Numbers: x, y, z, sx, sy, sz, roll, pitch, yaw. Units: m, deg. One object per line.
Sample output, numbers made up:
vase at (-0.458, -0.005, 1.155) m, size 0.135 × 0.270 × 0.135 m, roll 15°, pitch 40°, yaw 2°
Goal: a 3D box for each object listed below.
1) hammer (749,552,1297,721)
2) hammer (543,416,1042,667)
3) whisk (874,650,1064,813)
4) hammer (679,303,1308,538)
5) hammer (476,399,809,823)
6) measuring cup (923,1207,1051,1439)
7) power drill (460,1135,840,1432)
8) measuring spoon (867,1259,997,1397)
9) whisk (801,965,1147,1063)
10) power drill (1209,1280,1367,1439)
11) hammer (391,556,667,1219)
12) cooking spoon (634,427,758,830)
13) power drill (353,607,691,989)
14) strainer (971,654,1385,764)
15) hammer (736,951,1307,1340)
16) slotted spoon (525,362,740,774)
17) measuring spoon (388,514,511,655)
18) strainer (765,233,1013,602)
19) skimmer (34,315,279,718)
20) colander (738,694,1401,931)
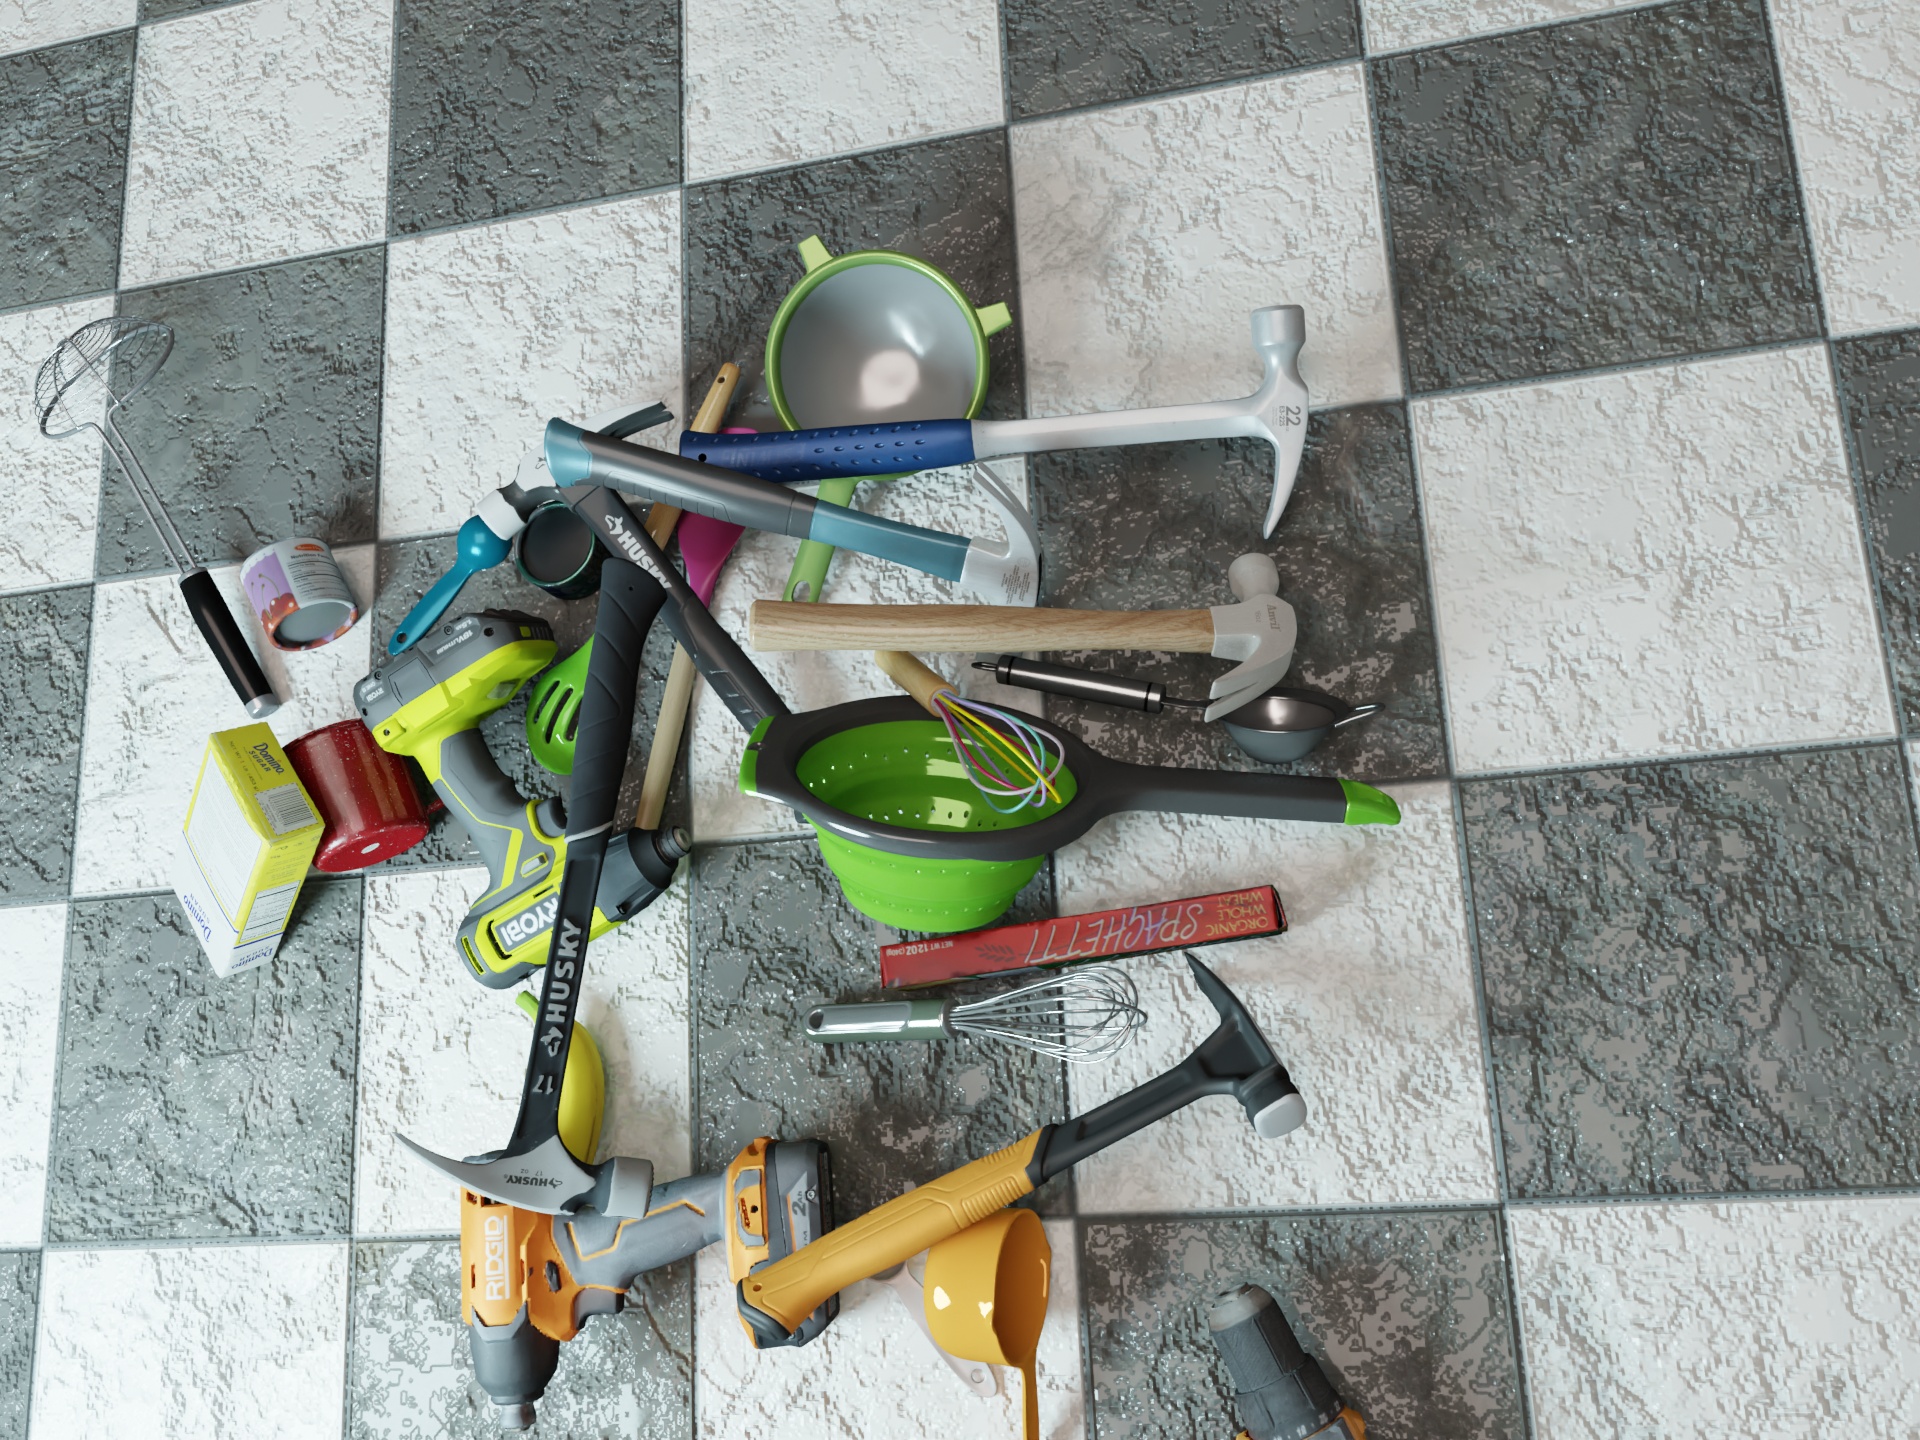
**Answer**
hammer at (0.038, -0.054, 0.965) m, size 0.331 × 0.031 × 0.130 m, roll 0°, pitch 42°, yaw -1°
hammer at (-0.107, -0.131, 1.020) m, size 0.331 × 0.033 × 0.128 m, roll 16°, pitch 119°, yaw 2°
whisk at (-0.001, -0.001, 0.969) m, size 0.245 × 0.047 × 0.051 m, roll 40°, pitch 111°, yaw 59°
hammer at (0.020, -0.176, 1.028) m, size 0.405 × 0.035 × 0.144 m, roll -4°, pitch 97°, yaw 7°
hammer at (-0.175, -0.066, 1.073) m, size 0.146 × 0.035 × 0.335 m, roll -39°, pitch 80°, yaw -1°
measuring cup at (0.017, 0.372, 0.939) m, size 0.052 × 0.095 × 0.173 m, roll -1°, pitch 97°, yaw 24°
power drill at (-0.191, 0.339, 0.970) m, size 0.226 × 0.084 × 0.164 m, roll -5°, pitch 77°, yaw 1°
measuring spoon at (-0.019, 0.363, 0.977) m, size 0.034 × 0.018 × 0.124 m, roll -41°, pitch 78°, yaw 2°
whisk at (0.001, 0.180, 0.961) m, size 0.246 × 0.059 × 0.058 m, roll -9°, pitch 58°, yaw 33°
power drill at (0.123, 0.440, 0.885) m, size 0.226 × 0.084 × 0.185 m, roll -27°, pitch 77°, yaw 3°
hammer at (-0.237, 0.088, 0.976) m, size 0.149 × 0.036 × 0.409 m, roll 10°, pitch 69°, yaw -13°
cooking spoon at (-0.189, -0.053, 1.106) m, size 0.069 × 0.017 × 0.319 m, roll 7°, pitch 79°, yaw 28°
power drill at (-0.290, 0.045, 1.059) m, size 0.171 × 0.080 × 0.223 m, roll -30°, pitch 85°, yaw 14°
strainer at (0.129, -0.011, 0.990) m, size 0.258 × 0.087 × 0.050 m, roll 11°, pitch 111°, yaw 16°
hammer at (0.024, 0.255, 0.917) m, size 0.337 × 0.034 × 0.127 m, roll -27°, pitch 38°, yaw -2°
slotted spoon at (-0.226, -0.109, 1.115) m, size 0.070 × 0.031 × 0.314 m, roll 23°, pitch 86°, yaw 19°
measuring spoon at (-0.379, -0.100, 1.161) m, size 0.042 × 0.021 × 0.128 m, roll 39°, pitch 88°, yaw 19°
strainer at (-0.070, -0.190, 1.091) m, size 0.151 × 0.069 × 0.256 m, roll 20°, pitch 101°, yaw 4°
skimmer at (-0.603, -0.157, 1.228) m, size 0.127 × 0.090 × 0.363 m, roll -32°, pitch 83°, yaw 3°
colander at (0.065, 0.071, 0.975) m, size 0.397 × 0.205 × 0.094 m, roll 4°, pitch 113°, yaw -1°
